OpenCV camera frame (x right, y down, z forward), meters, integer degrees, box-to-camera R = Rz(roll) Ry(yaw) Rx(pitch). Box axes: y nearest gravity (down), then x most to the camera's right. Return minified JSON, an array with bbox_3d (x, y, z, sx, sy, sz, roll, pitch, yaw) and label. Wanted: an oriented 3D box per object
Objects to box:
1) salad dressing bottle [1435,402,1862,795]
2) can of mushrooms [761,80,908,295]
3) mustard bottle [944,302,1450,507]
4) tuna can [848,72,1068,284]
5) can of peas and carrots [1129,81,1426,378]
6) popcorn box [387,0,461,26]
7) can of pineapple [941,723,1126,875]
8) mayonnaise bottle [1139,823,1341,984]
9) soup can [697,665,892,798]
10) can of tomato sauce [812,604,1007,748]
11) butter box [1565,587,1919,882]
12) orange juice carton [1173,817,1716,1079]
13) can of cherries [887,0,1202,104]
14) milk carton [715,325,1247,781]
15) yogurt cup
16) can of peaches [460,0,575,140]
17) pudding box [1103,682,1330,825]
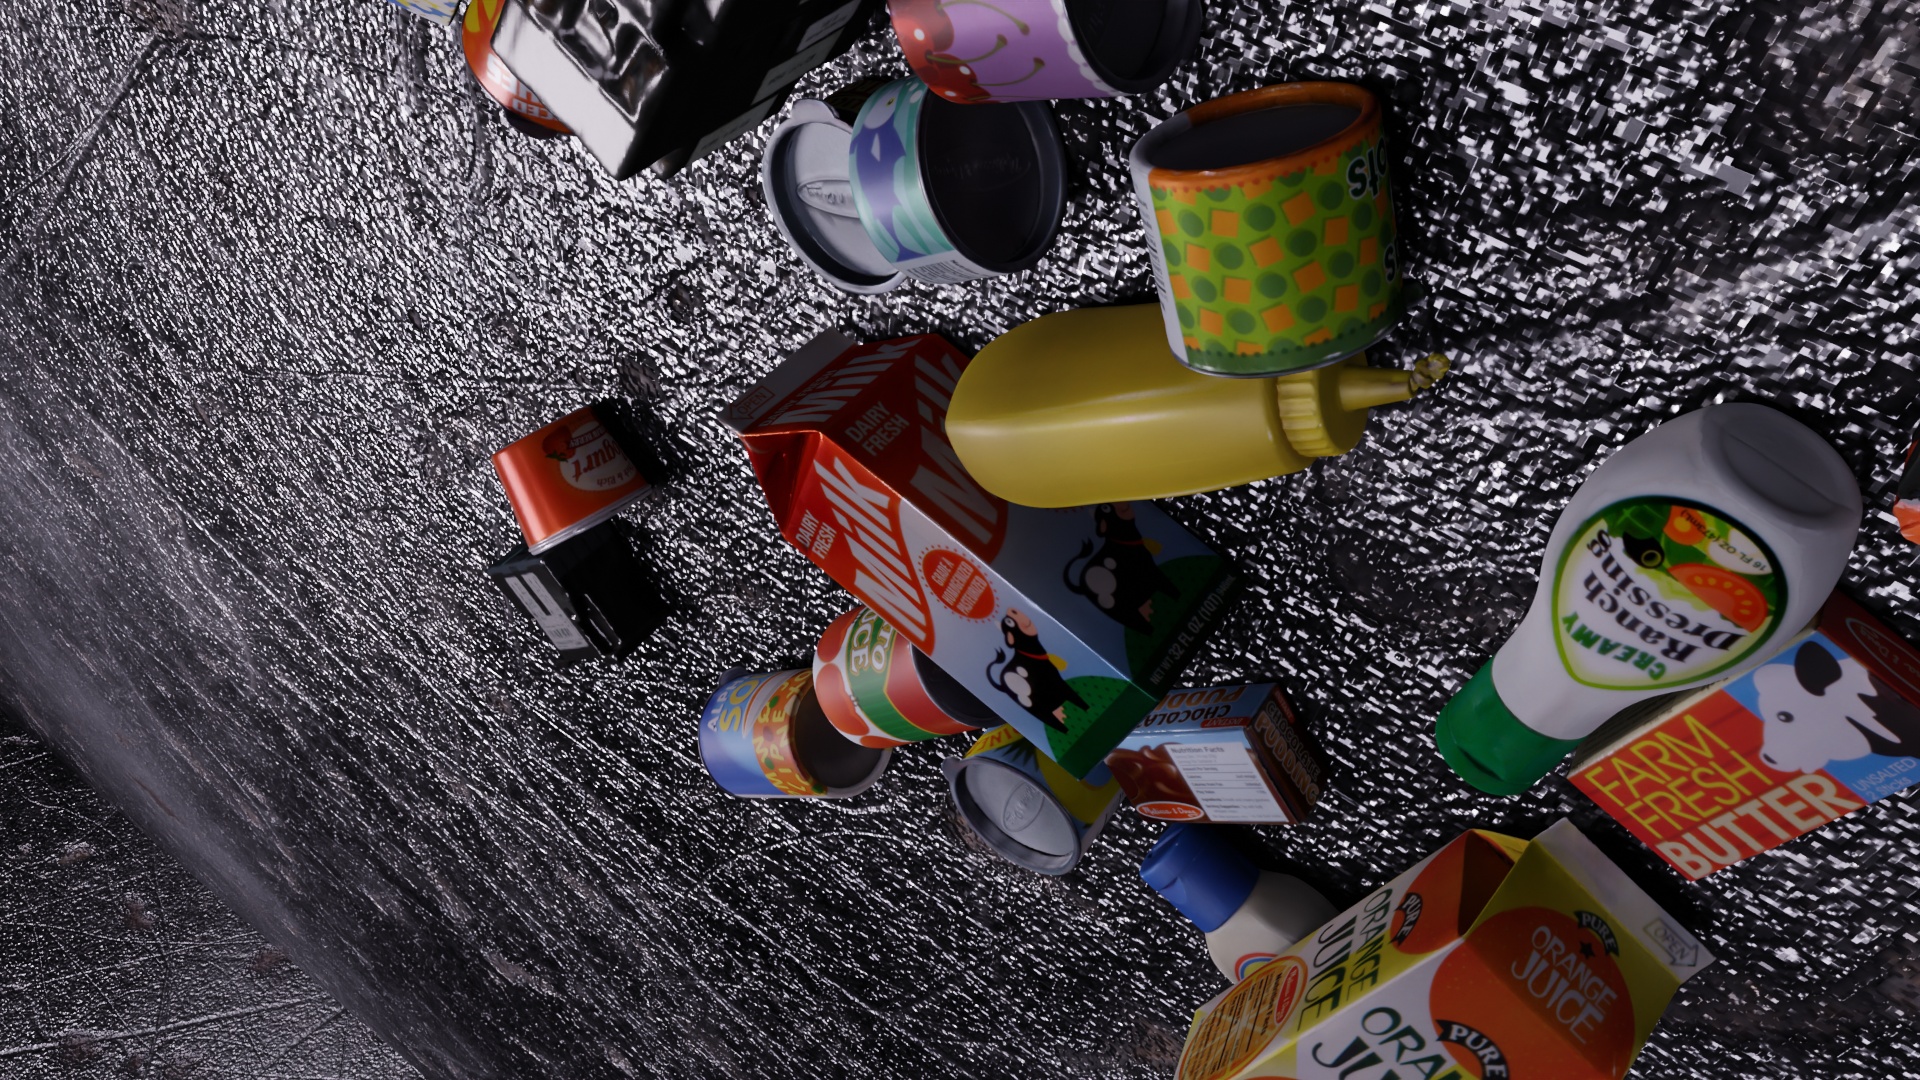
[{"bbox_3d":[0.188,0.025,0.399,0.064,0.044,0.146,38,143,15],"label":"salad dressing bottle"},{"bbox_3d":[-0.033,-0.123,0.476,0.071,0.034,0.070,26,140,24],"label":"can of mushrooms"},{"bbox_3d":[0.072,-0.043,0.429,0.160,0.065,0.048,1,138,39],"label":"mustard bottle"},{"bbox_3d":[-0.001,-0.115,0.427,0.033,0.071,0.071,-1,124,45],"label":"tuna can"},{"bbox_3d":[0.086,-0.085,0.375,0.071,0.071,0.058,9,130,38],"label":"can of peas and carrots"},{"bbox_3d":[-0.198,-0.216,0.455,0.085,0.038,0.127,19,179,-26],"label":"popcorn box"},{"bbox_3d":[0.037,0.099,0.602,0.071,0.058,0.070,25,139,24],"label":"can of pineapple"},{"bbox_3d":[0.143,0.178,0.590,0.148,0.041,0.064,41,137,4],"label":"mayonnaise bottle"},{"bbox_3d":[-0.085,0.096,0.709,0.083,0.072,0.071,-12,116,48],"label":"soup can"},{"bbox_3d":[-0.017,0.052,0.600,0.071,0.071,0.083,53,143,-11],"label":"can of tomato sauce"},{"bbox_3d":[0.233,0.059,0.406,0.053,0.024,0.103,40,143,7],"label":"butter box"},{"bbox_3d":[0.169,0.175,0.509,0.072,0.073,0.192,45,119,1],"label":"orange juice carton"},{"bbox_3d":[0.023,-0.150,0.372,0.058,0.072,0.071,9,131,38],"label":"can of cherries"},{"bbox_3d":[0.002,-0.007,0.522,0.191,0.073,0.073,40,143,7],"label":"milk carton"},{"bbox_3d":[-0.197,-0.032,0.695,0.072,0.073,0.054,-17,105,50],"label":"yogurt cup"},{"bbox_3d":[-0.134,-0.183,0.483,0.071,0.071,0.058,49,142,-6],"label":"can of peaches"},{"bbox_3d":[0.098,0.086,0.555,0.083,0.030,0.049,-13,117,49],"label":"pudding box"}]
